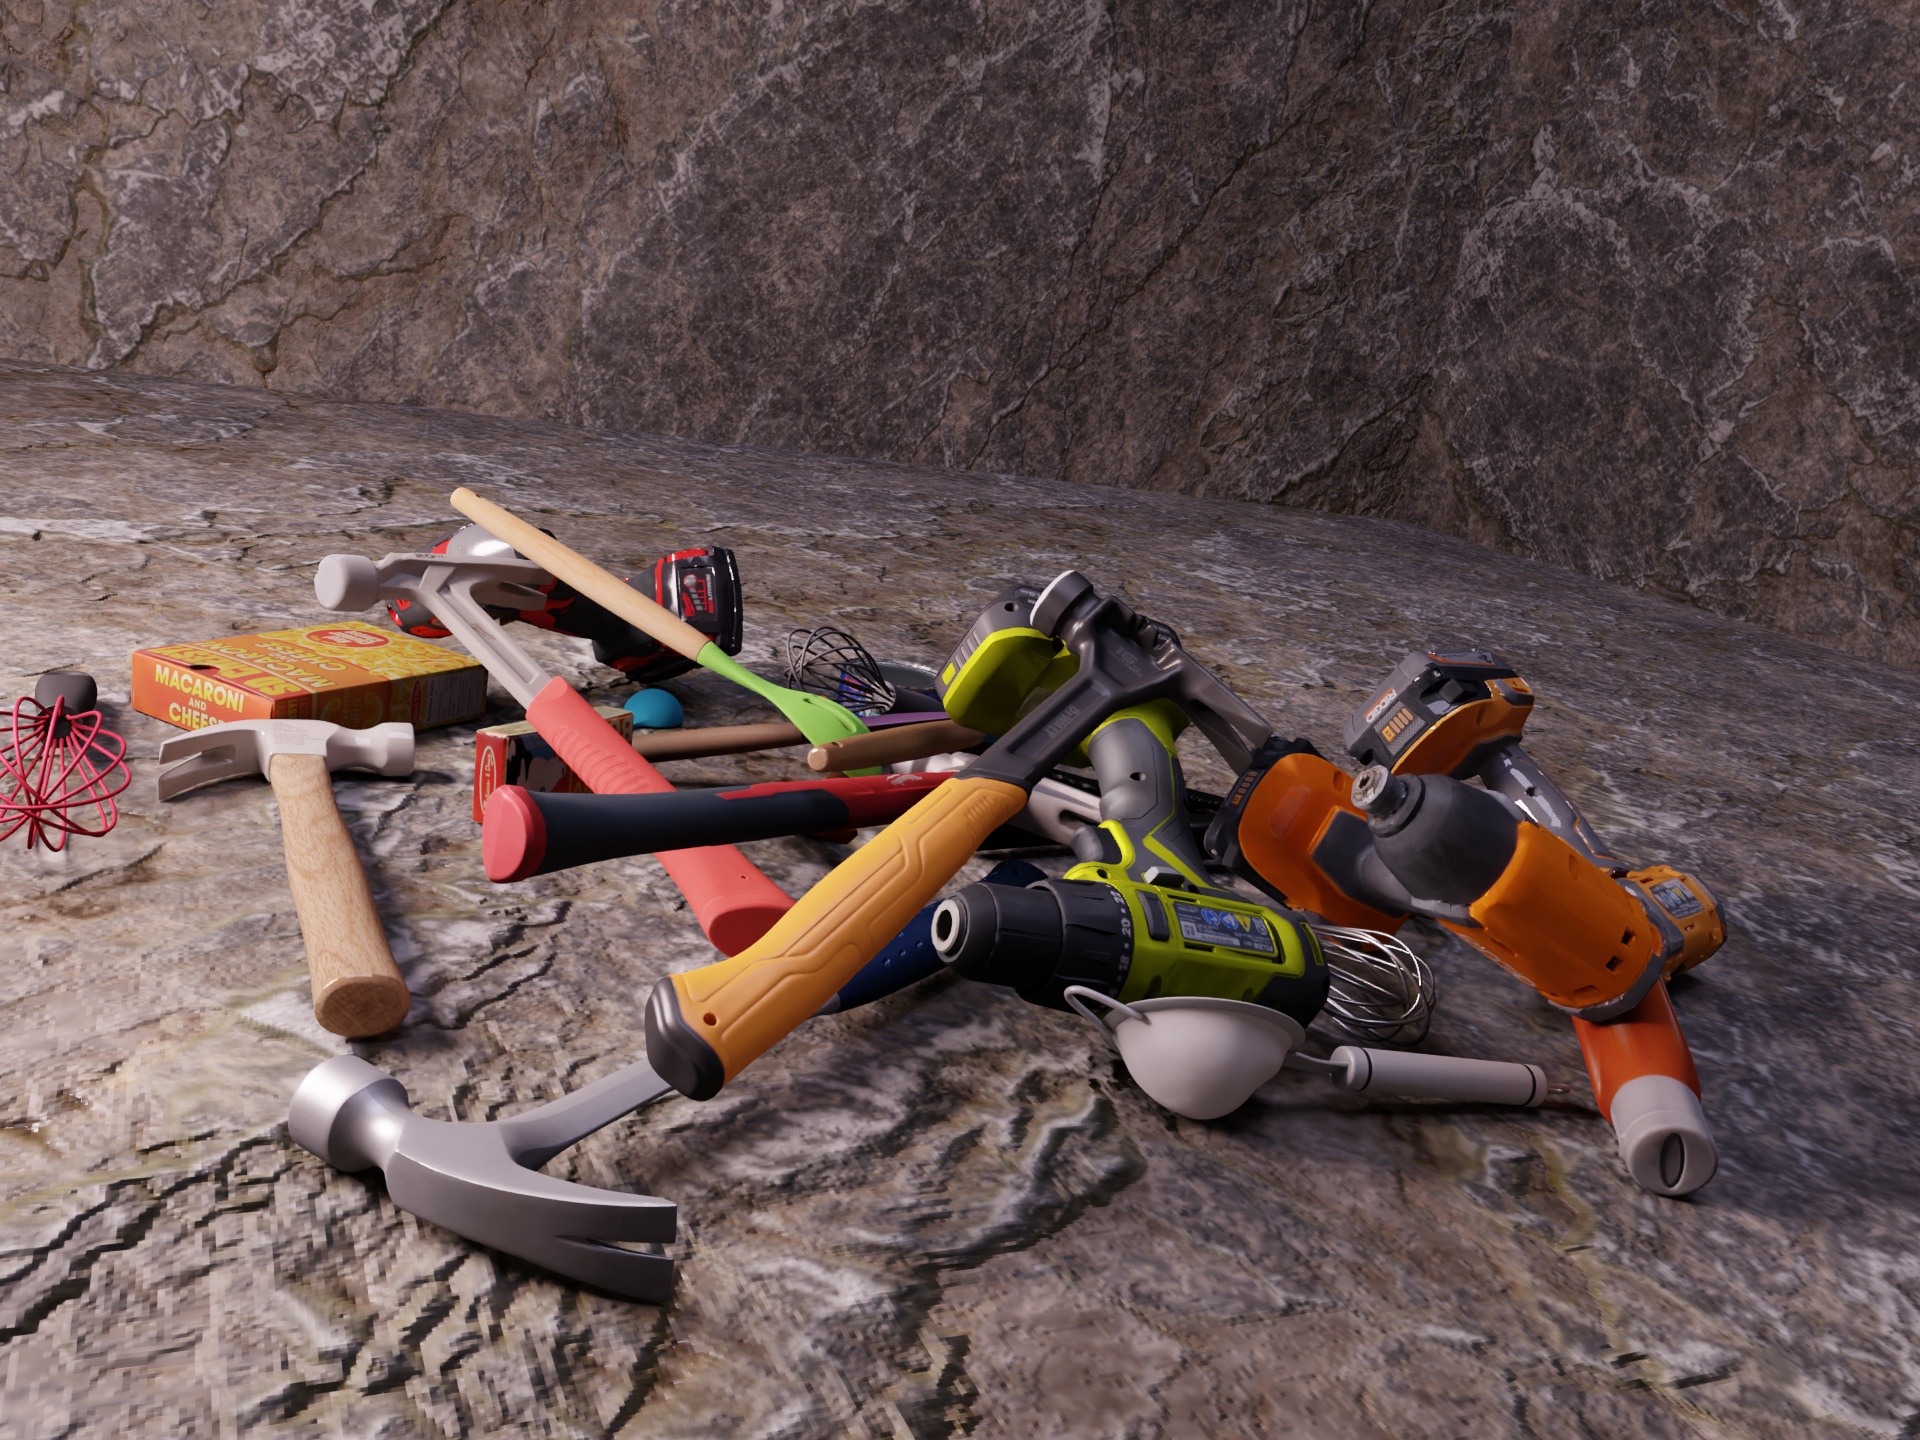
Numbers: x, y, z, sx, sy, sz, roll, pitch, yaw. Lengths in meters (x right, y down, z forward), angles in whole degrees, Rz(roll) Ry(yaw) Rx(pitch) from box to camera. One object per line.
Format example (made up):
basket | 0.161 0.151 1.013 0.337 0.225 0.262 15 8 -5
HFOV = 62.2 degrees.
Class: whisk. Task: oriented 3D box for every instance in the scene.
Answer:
whisk | 0.149 0.109 0.835 0.058 0.059 0.246 -26 26 -26
whisk | -0.055 -0.018 1.073 0.055 0.055 0.238 17 -4 25
whisk | -0.462 0.007 0.811 0.073 0.073 0.296 2 11 -27

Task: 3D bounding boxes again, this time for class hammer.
hammer | -0.062 0.121 0.667 0.144 0.035 0.405 17 16 27
hammer | -0.061 0.046 0.751 0.143 0.038 0.386 19 10 28
hammer | 0.004 0.046 0.649 0.127 0.034 0.337 39 45 13
hammer | -0.305 0.060 0.750 0.130 0.031 0.332 2 17 -28
hammer | -0.193 0.007 0.836 0.359 0.036 0.149 38 25 33

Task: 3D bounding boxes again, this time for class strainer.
strainer | 0.163 0.152 0.690 0.258 0.050 0.087 10 -30 -21

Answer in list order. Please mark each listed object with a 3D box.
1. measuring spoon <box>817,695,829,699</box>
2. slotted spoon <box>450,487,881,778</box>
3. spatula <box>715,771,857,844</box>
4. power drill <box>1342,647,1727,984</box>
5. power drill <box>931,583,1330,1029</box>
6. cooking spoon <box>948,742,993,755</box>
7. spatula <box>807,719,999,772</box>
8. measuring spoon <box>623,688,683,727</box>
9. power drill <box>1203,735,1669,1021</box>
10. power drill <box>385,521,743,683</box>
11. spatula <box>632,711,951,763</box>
measuring spoon | -0.090 0.001 1.144 0.021 0.011 0.117 5 16 -18
slotted spoon | -0.173 -0.055 0.942 0.314 0.031 0.070 32 8 7
spatula | -0.073 0.031 0.989 0.081 0.041 0.323 16 14 5
power drill | 0.323 0.063 0.917 0.185 0.084 0.226 -5 51 -47
power drill | 0.060 0.045 0.758 0.190 0.080 0.229 13 43 -28
cooking spoon | 0.028 0.008 1.101 0.069 0.017 0.319 0 3 13
spatula | -0.001 -0.003 0.877 0.082 0.044 0.317 24 13 20
measuring spoon | -0.231 -0.005 1.057 0.042 0.021 0.128 17 15 25
power drill | 0.214 0.065 0.788 0.164 0.084 0.226 35 -7 -17
power drill | -0.259 -0.086 1.081 0.143 0.079 0.219 -16 -16 37
spatula | -0.124 0.011 0.982 0.316 0.018 0.060 -6 -1 -18
